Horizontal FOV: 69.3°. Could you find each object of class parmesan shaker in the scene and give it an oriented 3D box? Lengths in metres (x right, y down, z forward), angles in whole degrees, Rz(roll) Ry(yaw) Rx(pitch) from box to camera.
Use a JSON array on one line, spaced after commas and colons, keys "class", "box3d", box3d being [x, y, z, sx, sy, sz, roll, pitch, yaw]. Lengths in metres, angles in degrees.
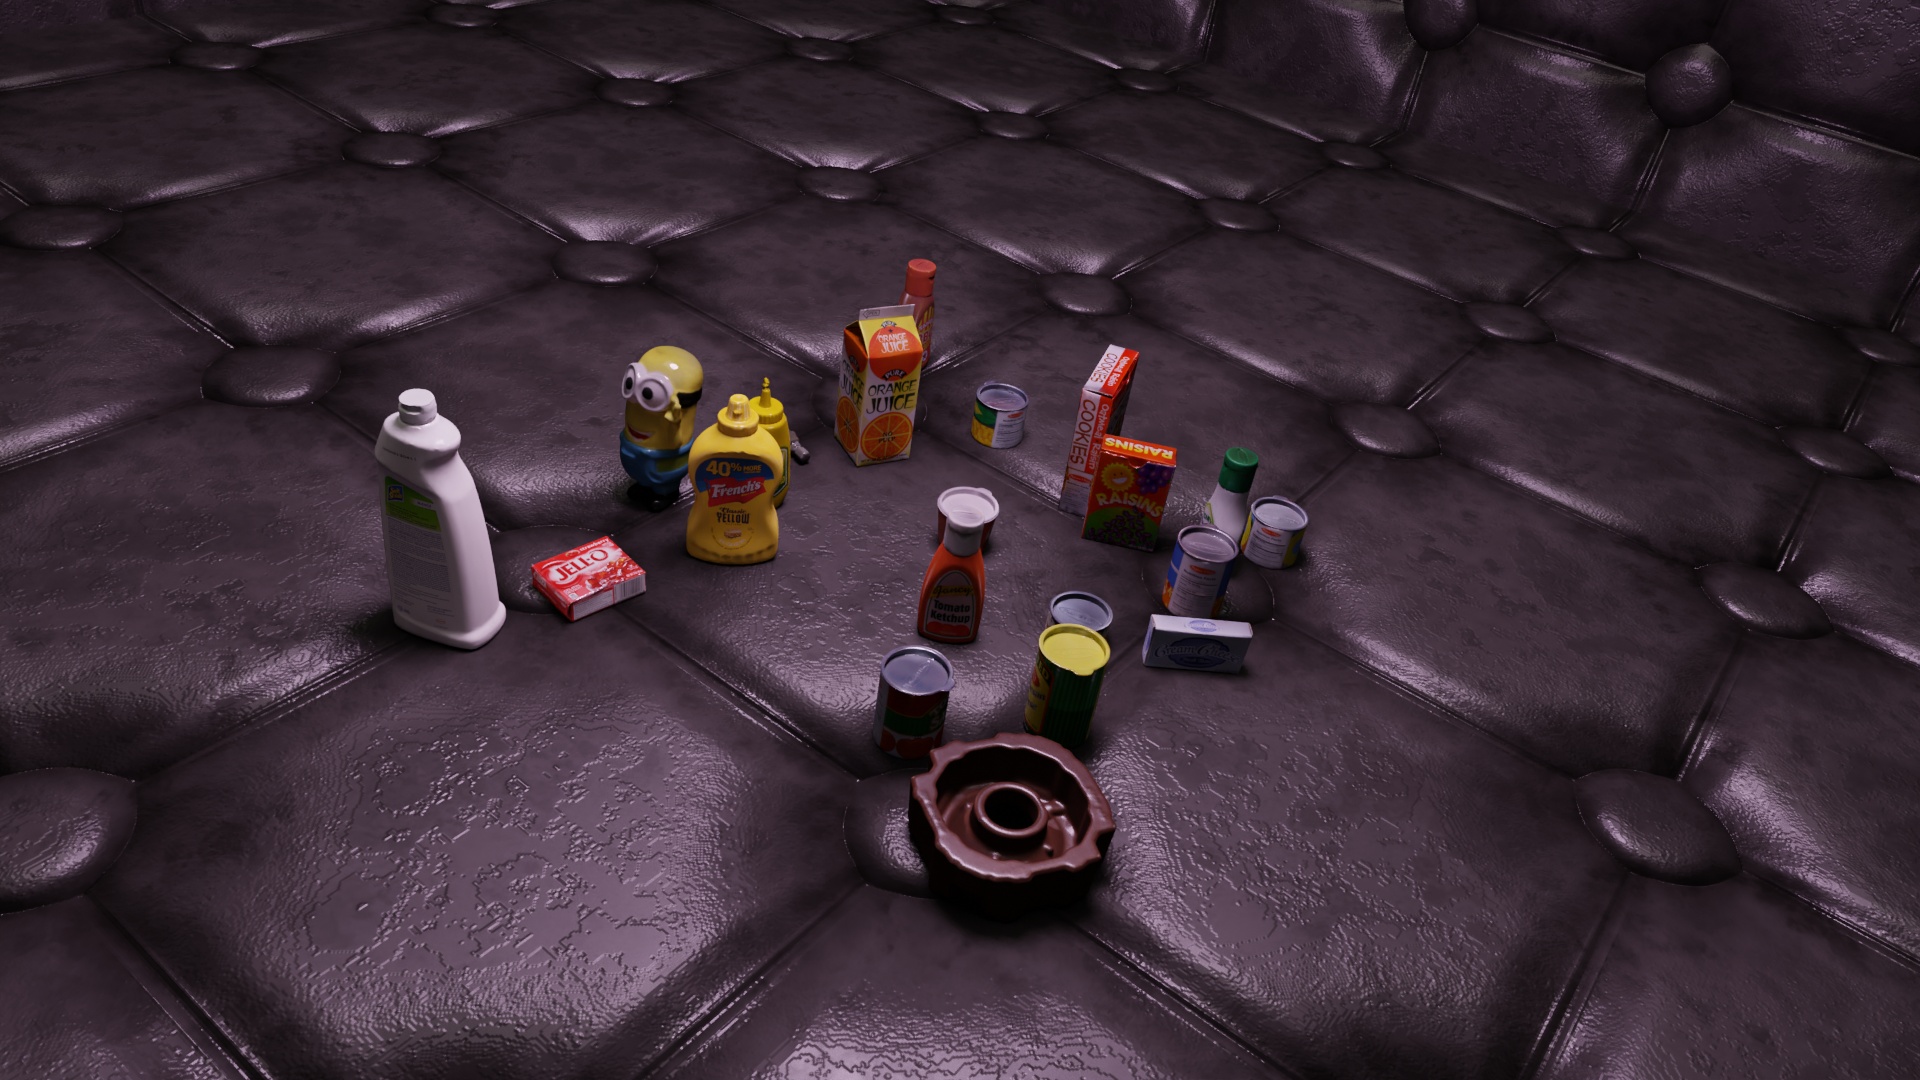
[{"class": "parmesan shaker", "box3d": [0.098, 0.140, 1.301, 0.071, 0.102, 0.072, 6, 36, -4]}]

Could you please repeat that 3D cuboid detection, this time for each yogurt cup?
[{"class": "yogurt cup", "box3d": [0.005, -0.019, 1.540, 0.072, 0.053, 0.073, 6, 36, -4]}]

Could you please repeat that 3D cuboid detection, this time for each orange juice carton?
[{"class": "orange juice carton", "box3d": [-0.095, -0.189, 1.631, 0.072, 0.191, 0.073, -11, 40, -26]}]

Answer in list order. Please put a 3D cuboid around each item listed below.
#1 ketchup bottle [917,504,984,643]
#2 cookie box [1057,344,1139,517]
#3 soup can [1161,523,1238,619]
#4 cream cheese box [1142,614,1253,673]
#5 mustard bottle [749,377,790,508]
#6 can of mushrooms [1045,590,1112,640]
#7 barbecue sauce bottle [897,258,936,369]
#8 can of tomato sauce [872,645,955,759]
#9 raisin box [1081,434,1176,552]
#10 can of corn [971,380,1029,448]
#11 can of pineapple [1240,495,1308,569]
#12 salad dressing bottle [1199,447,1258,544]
[{"class": "ketchup bottle", "box3d": [-0.004, 0.033, 1.384, 0.065, 0.148, 0.044, 8, 36, -2]}, {"class": "cookie box", "box3d": [0.163, -0.129, 1.629, 0.040, 0.166, 0.123, 18, 36, 11]}, {"class": "soup can", "box3d": [0.258, 0.034, 1.499, 0.071, 0.083, 0.072, 6, 36, -4]}, {"class": "cream cheese box", "box3d": [0.241, 0.107, 1.422, 0.104, 0.053, 0.024, 5, 36, -6]}, {"class": "mustard bottle", "box3d": [-0.217, -0.105, 1.515, 0.065, 0.159, 0.049, -25, 48, -39]}, {"class": "can of mushrooms", "box3d": [0.121, 0.086, 1.439, 0.071, 0.033, 0.071, 6, 36, -4]}, {"class": "barbecue sauce bottle", "box3d": [-0.059, -0.294, 1.821, 0.044, 0.147, 0.065, 24, 38, 20]}, {"class": "can of tomato sauce", "box3d": [-0.043, 0.149, 1.273, 0.071, 0.082, 0.071, 6, 36, -4]}, {"class": "raisin box", "box3d": [0.189, -0.053, 1.568, 0.086, 0.122, 0.040, 13, 36, 5]}, {"class": "can of corn", "box3d": [0.048, -0.157, 1.734, 0.071, 0.058, 0.071, 6, 36, -4]}, {"class": "can of pineapple", "box3d": [0.363, -0.009, 1.604, 0.071, 0.057, 0.071, 6, 36, -4]}, {"class": "salad dressing bottle", "box3d": [0.296, -0.034, 1.546, 0.044, 0.146, 0.064, 3, 36, -9]}]
